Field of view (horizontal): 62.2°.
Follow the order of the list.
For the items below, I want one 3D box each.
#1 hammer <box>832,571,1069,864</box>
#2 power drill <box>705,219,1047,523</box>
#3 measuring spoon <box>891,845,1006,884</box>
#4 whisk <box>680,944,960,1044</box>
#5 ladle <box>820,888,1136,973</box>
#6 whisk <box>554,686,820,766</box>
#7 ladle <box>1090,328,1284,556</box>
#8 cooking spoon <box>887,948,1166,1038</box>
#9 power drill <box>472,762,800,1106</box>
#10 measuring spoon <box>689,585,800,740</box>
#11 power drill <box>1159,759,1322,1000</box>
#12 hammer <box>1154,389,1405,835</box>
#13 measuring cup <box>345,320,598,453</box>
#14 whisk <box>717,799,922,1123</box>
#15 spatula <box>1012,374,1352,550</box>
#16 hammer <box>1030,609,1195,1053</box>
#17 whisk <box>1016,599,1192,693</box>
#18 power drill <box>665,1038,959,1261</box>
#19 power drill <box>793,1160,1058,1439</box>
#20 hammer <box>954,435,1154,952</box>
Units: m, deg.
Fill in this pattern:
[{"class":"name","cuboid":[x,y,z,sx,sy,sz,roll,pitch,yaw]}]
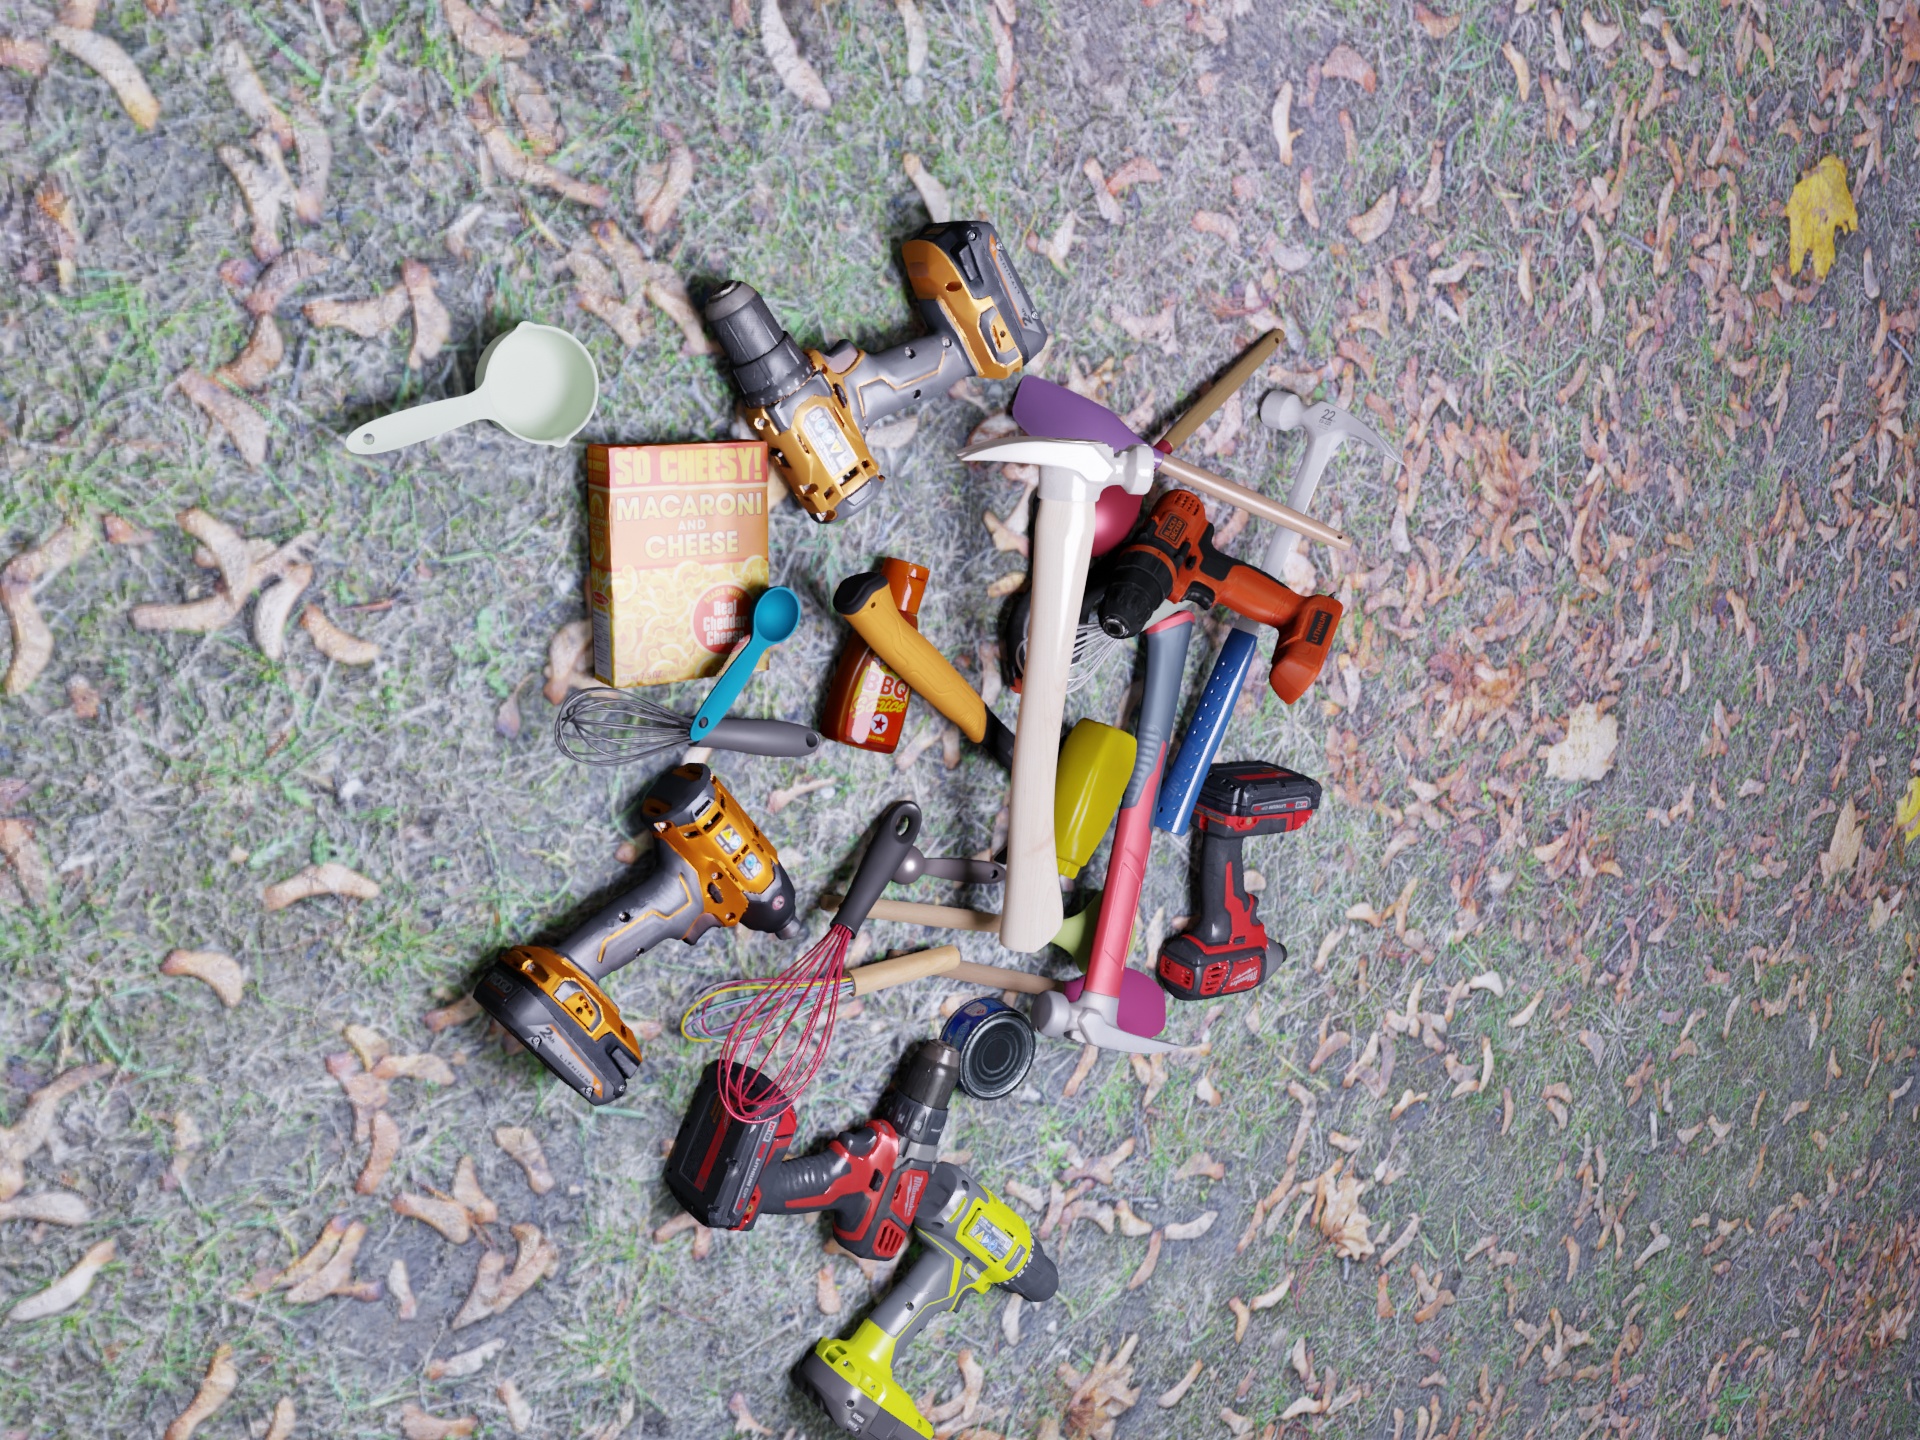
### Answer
[{"class":"hammer","cuboid":[-0.002,-0.004,1.257,0.127,0.034,0.336,-58,137,-13]},{"class":"power drill","cuboid":[-0.065,-0.279,1.159,0.226,0.084,0.185,-41,120,-15]},{"class":"measuring spoon","cuboid":[-0.006,0.127,1.336,0.124,0.018,0.034,9,99,-37]},{"class":"whisk","cuboid":[-0.106,0.212,1.263,0.245,0.051,0.047,-10,100,-30]},{"class":"ladle","cuboid":[0.020,0.170,1.360,0.320,0.062,0.078,11,93,-30]},{"class":"whisk","cuboid":[-0.190,0.011,1.146,0.238,0.055,0.055,5,99,-48]},{"class":"ladle","cuboid":[0.190,-0.248,1.361,0.315,0.031,0.069,-46,115,-27]},{"class":"cooking spoon","cuboid":[0.068,0.234,1.408,0.318,0.017,0.069,17,64,-34]},{"class":"power drill","cuboid":[-0.220,0.163,1.157,0.226,0.084,0.164,-49,124,-21]},{"class":"measuring spoon","cuboid":[-0.160,-0.042,1.131,0.128,0.021,0.042,-57,136,-12]},{"class":"power drill","cuboid":[0.267,0.154,1.505,0.143,0.079,0.219,-2,106,-35]},{"class":"hammer","cuboid":[0.263,-0.088,1.421,0.035,0.144,0.405,13,101,-48]},{"class":"measuring cup","cuboid":[-0.316,-0.203,1.023,0.167,0.038,0.083,-25,115,-26]},{"class":"whisk","cuboid":[-0.100,0.176,1.220,0.073,0.073,0.296,53,51,-32]},{"class":"spatula","cuboid":[0.187,-0.203,1.317,0.315,0.018,0.060,21,71,-14]},{"class":"hammer","cuboid":[0.165,0.094,1.389,0.143,0.038,0.386,18,80,-28]},{"class":"whisk","cuboid":[0.133,-0.079,1.331,0.246,0.059,0.057,-29,161,-42]},{"class":"power drill","cuboid":[-0.104,0.334,1.285,0.226,0.080,0.188,24,87,-40]},{"class":"power drill","cuboid":[-0.019,0.523,1.392,0.228,0.080,0.190,-52,125,-17]},{"class":"hammer","cuboid":[0.054,-0.013,1.231,0.146,0.038,0.410,2,107,-9]}]
